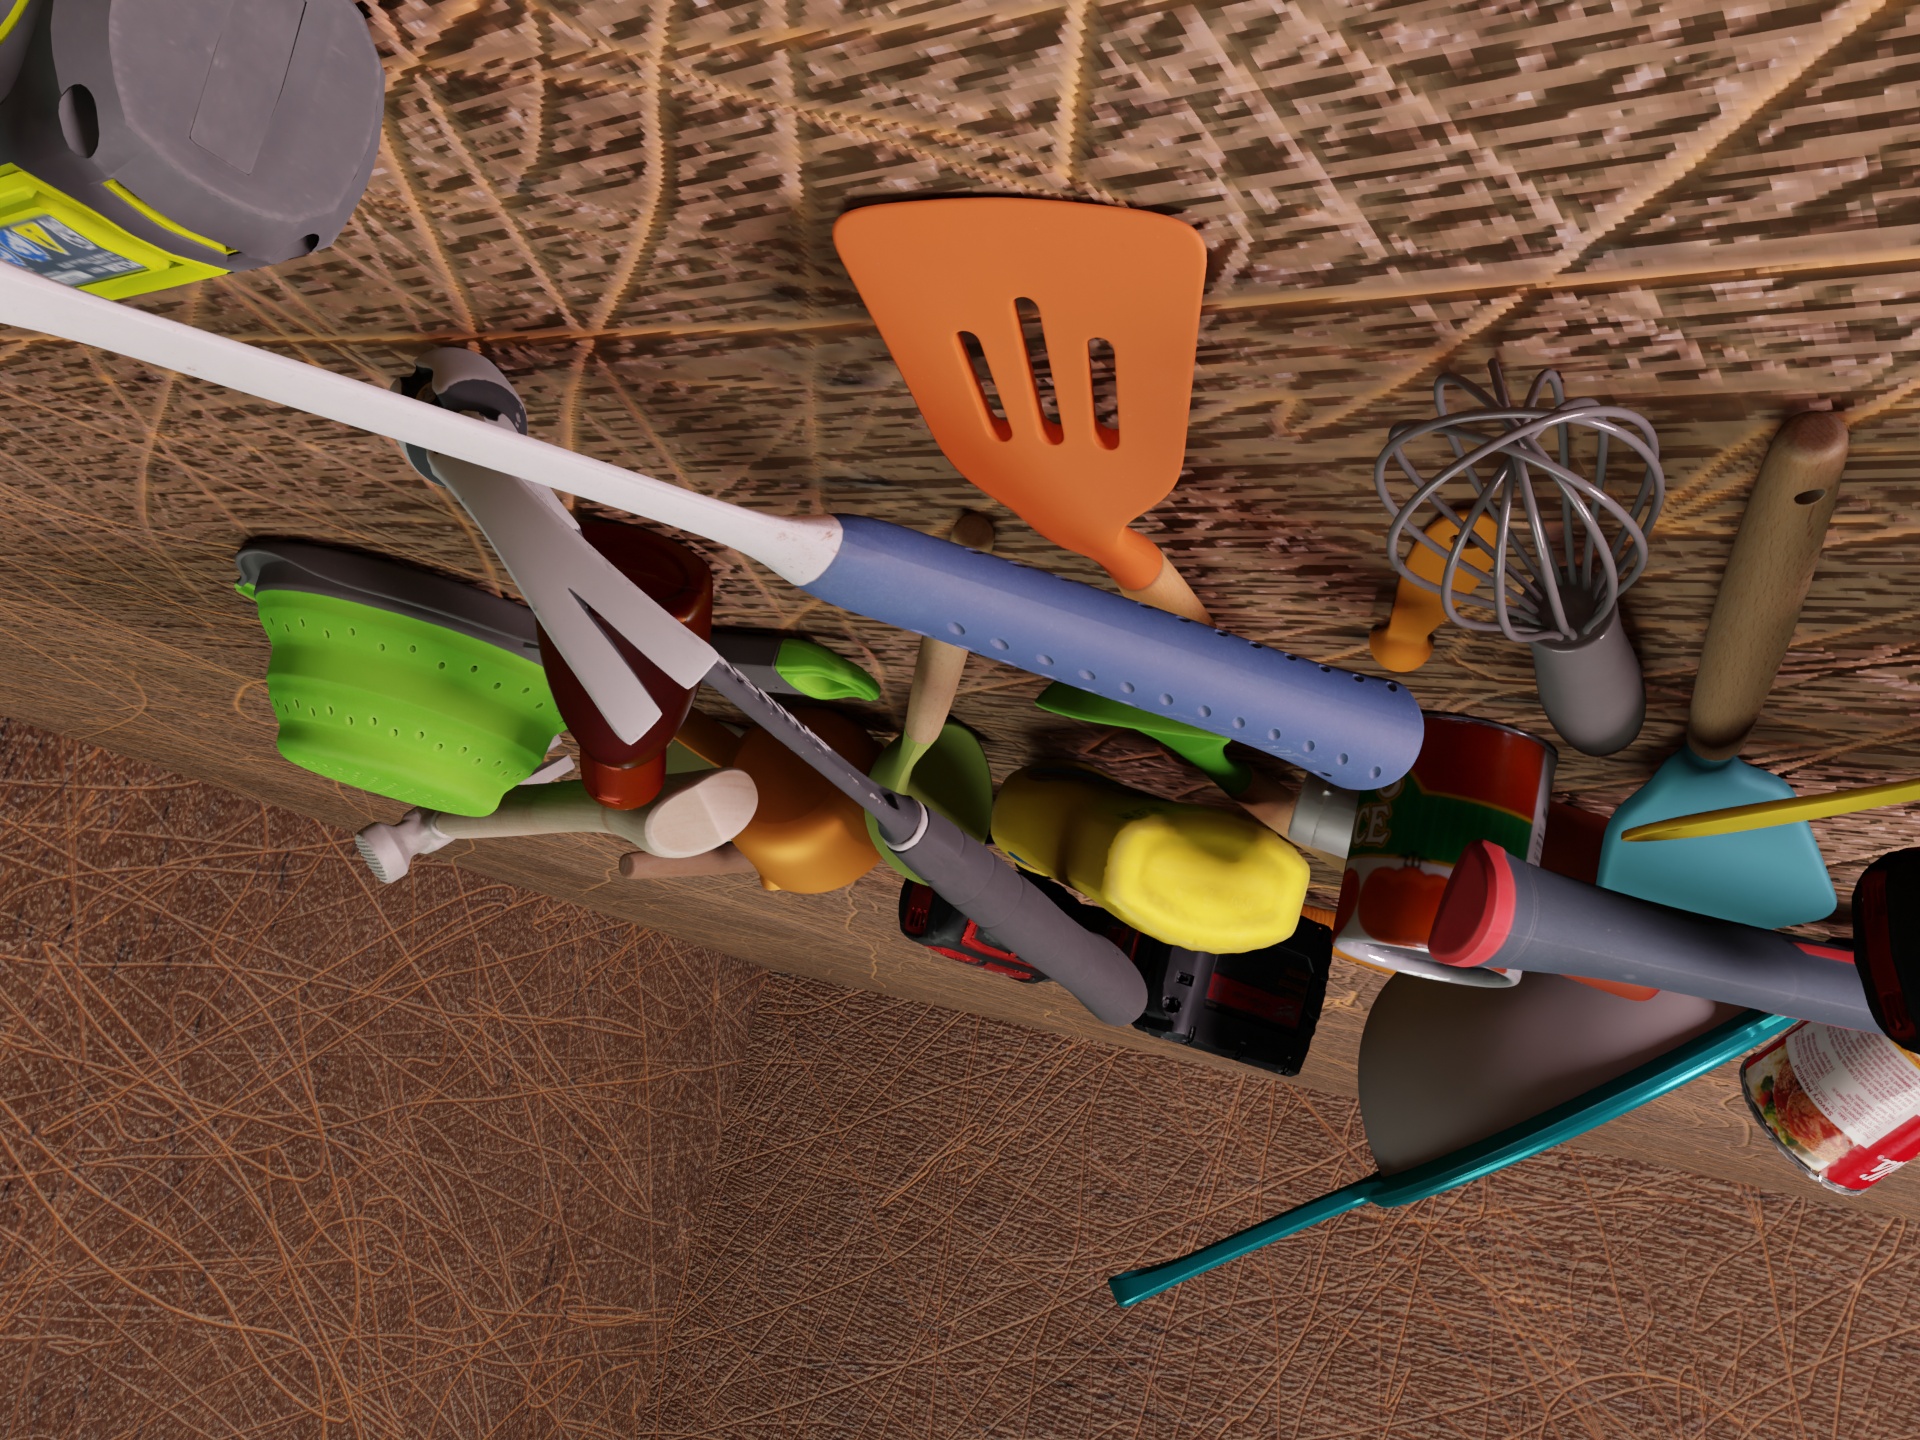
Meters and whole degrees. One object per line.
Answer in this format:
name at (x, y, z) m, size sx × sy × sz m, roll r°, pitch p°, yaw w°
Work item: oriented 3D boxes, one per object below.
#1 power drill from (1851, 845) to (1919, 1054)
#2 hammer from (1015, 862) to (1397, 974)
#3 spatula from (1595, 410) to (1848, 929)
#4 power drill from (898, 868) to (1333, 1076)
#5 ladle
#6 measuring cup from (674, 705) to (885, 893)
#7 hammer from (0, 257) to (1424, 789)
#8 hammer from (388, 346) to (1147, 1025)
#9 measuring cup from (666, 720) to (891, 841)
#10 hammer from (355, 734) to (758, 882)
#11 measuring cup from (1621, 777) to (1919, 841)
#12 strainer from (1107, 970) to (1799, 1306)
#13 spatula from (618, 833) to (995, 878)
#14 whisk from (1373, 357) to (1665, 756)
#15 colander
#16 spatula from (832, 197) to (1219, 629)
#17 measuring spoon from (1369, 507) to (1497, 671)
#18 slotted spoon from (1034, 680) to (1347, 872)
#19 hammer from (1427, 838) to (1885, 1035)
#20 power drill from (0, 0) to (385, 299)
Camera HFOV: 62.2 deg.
power drill at (0.327, 0.037, 0.340) m, size 0.188 × 0.080 × 0.226 m, roll -5°, pitch 166°, yaw 8°
hammer at (0.205, 0.118, 0.942) m, size 0.336 × 0.034 × 0.127 m, roll 18°, pitch 168°, yaw -14°
spatula at (0.217, 0.006, 0.442) m, size 0.082 × 0.044 × 0.317 m, roll -11°, pitch 157°, yaw 16°
power drill at (0.081, 0.122, 0.850) m, size 0.143 × 0.078 × 0.220 m, roll 24°, pitch 168°, yaw -37°
ladle at (-0.001, -0.002, 0.630) m, size 0.062 × 0.078 × 0.320 m, roll 18°, pitch 160°, yaw 0°
measuring cup at (-0.108, 0.018, 0.809) m, size 0.174 × 0.095 × 0.052 m, roll 30°, pitch 164°, yaw 29°
hammer at (-0.039, -0.040, 0.344) m, size 0.405 × 0.035 × 0.144 m, roll 15°, pitch 169°, yaw -34°
hammer at (-0.025, 0.031, 0.558) m, size 0.149 × 0.036 × 0.408 m, roll 48°, pitch -177°, yaw 41°
measuring cup at (-0.109, 0.026, 0.863) m, size 0.167 × 0.083 × 0.038 m, roll -17°, pitch 138°, yaw 37°
hammer at (-0.210, 0.042, 0.872) m, size 0.411 × 0.146 × 0.038 m, roll -5°, pitch 114°, yaw 55°
measuring cup at (0.232, 0.006, 0.405) m, size 0.062 × 0.029 × 0.156 m, roll 6°, pitch 164°, yaw -27°
strainer at (0.203, 0.159, 0.722) m, size 0.340 × 0.095 × 0.211 m, roll -29°, pitch 163°, yaw 13°
spatula at (-0.070, 0.073, 0.905) m, size 0.060 × 0.018 × 0.315 m, roll 2°, pitch 180°, yaw 37°
whisk at (0.147, -0.025, 0.390) m, size 0.055 × 0.055 × 0.238 m, roll 8°, pitch 169°, yaw 28°
colander at (-0.211, -0.002, 0.765) m, size 0.397 × 0.094 × 0.204 m, roll 6°, pitch 164°, yaw 34°
spatula at (0.059, -0.045, 0.455) m, size 0.081 × 0.041 × 0.322 m, roll 8°, pitch 169°, yaw 22°
measuring spoon at (0.131, -0.033, 0.443) m, size 0.021 × 0.011 × 0.116 m, roll 13°, pitch 167°, yaw 8°
slotted spoon at (0.126, 0.031, 0.682) m, size 0.070 × 0.031 × 0.313 m, roll 13°, pitch 170°, yaw 36°
hammer at (0.320, 0.098, 0.499) m, size 0.386 × 0.038 × 0.143 m, roll 13°, pitch -162°, yaw -20°
power drill at (-0.244, -0.141, 0.271) m, size 0.191 × 0.080 × 0.228 m, roll 4°, pitch 166°, yaw 36°
